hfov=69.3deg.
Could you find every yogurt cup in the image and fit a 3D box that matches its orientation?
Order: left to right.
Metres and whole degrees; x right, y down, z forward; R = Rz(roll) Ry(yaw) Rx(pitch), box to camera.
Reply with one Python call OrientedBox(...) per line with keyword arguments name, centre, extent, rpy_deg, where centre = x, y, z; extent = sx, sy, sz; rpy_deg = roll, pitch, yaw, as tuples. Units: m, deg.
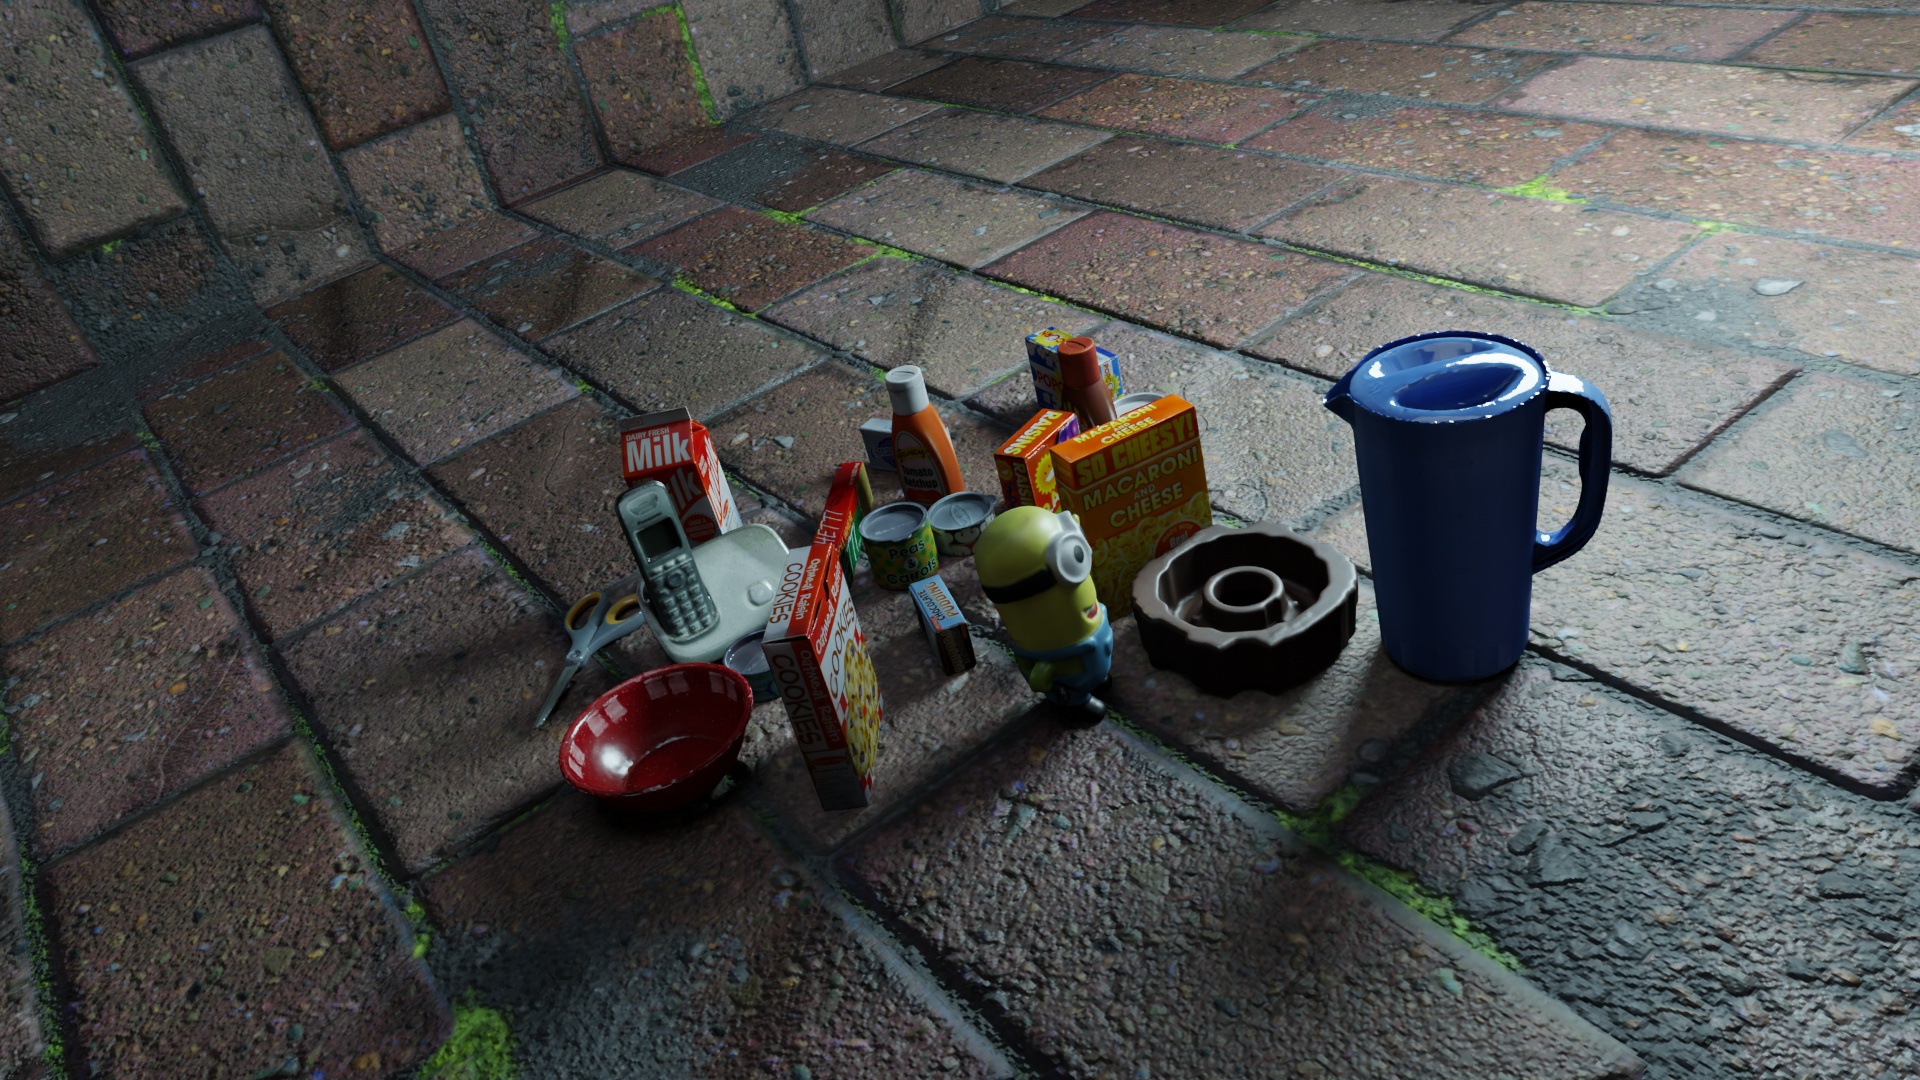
OrientedBox(name="yogurt cup", centre=(0.182, -0.111, 1.401), extent=(0.072, 0.053, 0.073), rpy_deg=(-10, 32, 7))

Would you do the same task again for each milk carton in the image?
OrientedBox(name="milk carton", centre=(-0.267, -0.041, 1.343), extent=(0.072, 0.189, 0.074), rpy_deg=(-11, 32, 6))

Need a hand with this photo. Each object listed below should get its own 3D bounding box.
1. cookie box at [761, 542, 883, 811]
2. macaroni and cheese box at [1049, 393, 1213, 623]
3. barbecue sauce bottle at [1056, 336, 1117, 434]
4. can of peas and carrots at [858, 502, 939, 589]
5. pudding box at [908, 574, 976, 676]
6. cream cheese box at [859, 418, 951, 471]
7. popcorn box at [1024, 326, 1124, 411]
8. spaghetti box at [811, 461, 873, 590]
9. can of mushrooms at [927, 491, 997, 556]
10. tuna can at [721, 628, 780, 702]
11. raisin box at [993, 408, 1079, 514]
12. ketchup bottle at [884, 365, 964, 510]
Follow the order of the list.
OrientedBox(name="cookie box", centre=(-0.101, 0.104, 1.071), extent=(0.040, 0.166, 0.123), rpy_deg=(-9, 32, 9))
OrientedBox(name="macaroni and cheese box", centre=(0.148, -0.026, 1.174), extent=(0.124, 0.165, 0.040), rpy_deg=(-25, 33, -16))
OrientedBox(name="barbecue sauce bottle", centre=(0.125, -0.126, 1.357), extent=(0.044, 0.147, 0.065), rpy_deg=(-30, 35, -24))
OrientedBox(name="can of peas and carrots", centre=(-0.056, 0.006, 1.309), extent=(0.071, 0.058, 0.071), rpy_deg=(-10, 32, 7))
OrientedBox(name="pudding box", centre=(-0.016, 0.072, 1.198), extent=(0.030, 0.049, 0.084), rpy_deg=(-20, 32, -9))
OrientedBox(name="cream cheese box", centre=(-0.056, -0.099, 1.478), extent=(0.104, 0.053, 0.024), rpy_deg=(9, 39, 33))
OrientedBox(name="popcorn box", centre=(0.124, -0.171, 1.489), extent=(0.038, 0.084, 0.127), rpy_deg=(-27, 34, -20))
OrientedBox(name="spaghetti box", centre=(-0.120, 0.008, 1.341), extent=(0.028, 0.050, 0.251), rpy_deg=(-8, 32, 11))
OrientedBox(name="can of mushrooms", centre=(0.005, -0.017, 1.344), extent=(0.071, 0.033, 0.071), rpy_deg=(-10, 32, 7))
OrientedBox(name="tuna can", centre=(-0.171, 0.110, 1.217), extent=(0.071, 0.032, 0.071), rpy_deg=(-10, 32, 7))
OrientedBox(name="raisin box", centre=(0.079, -0.047, 1.276), extent=(0.040, 0.122, 0.086), rpy_deg=(13, 41, 37))
OrientedBox(name="ketchup bottle", centre=(-0.040, -0.102, 1.387), extent=(0.065, 0.148, 0.044), rpy_deg=(7, 37, 31))
